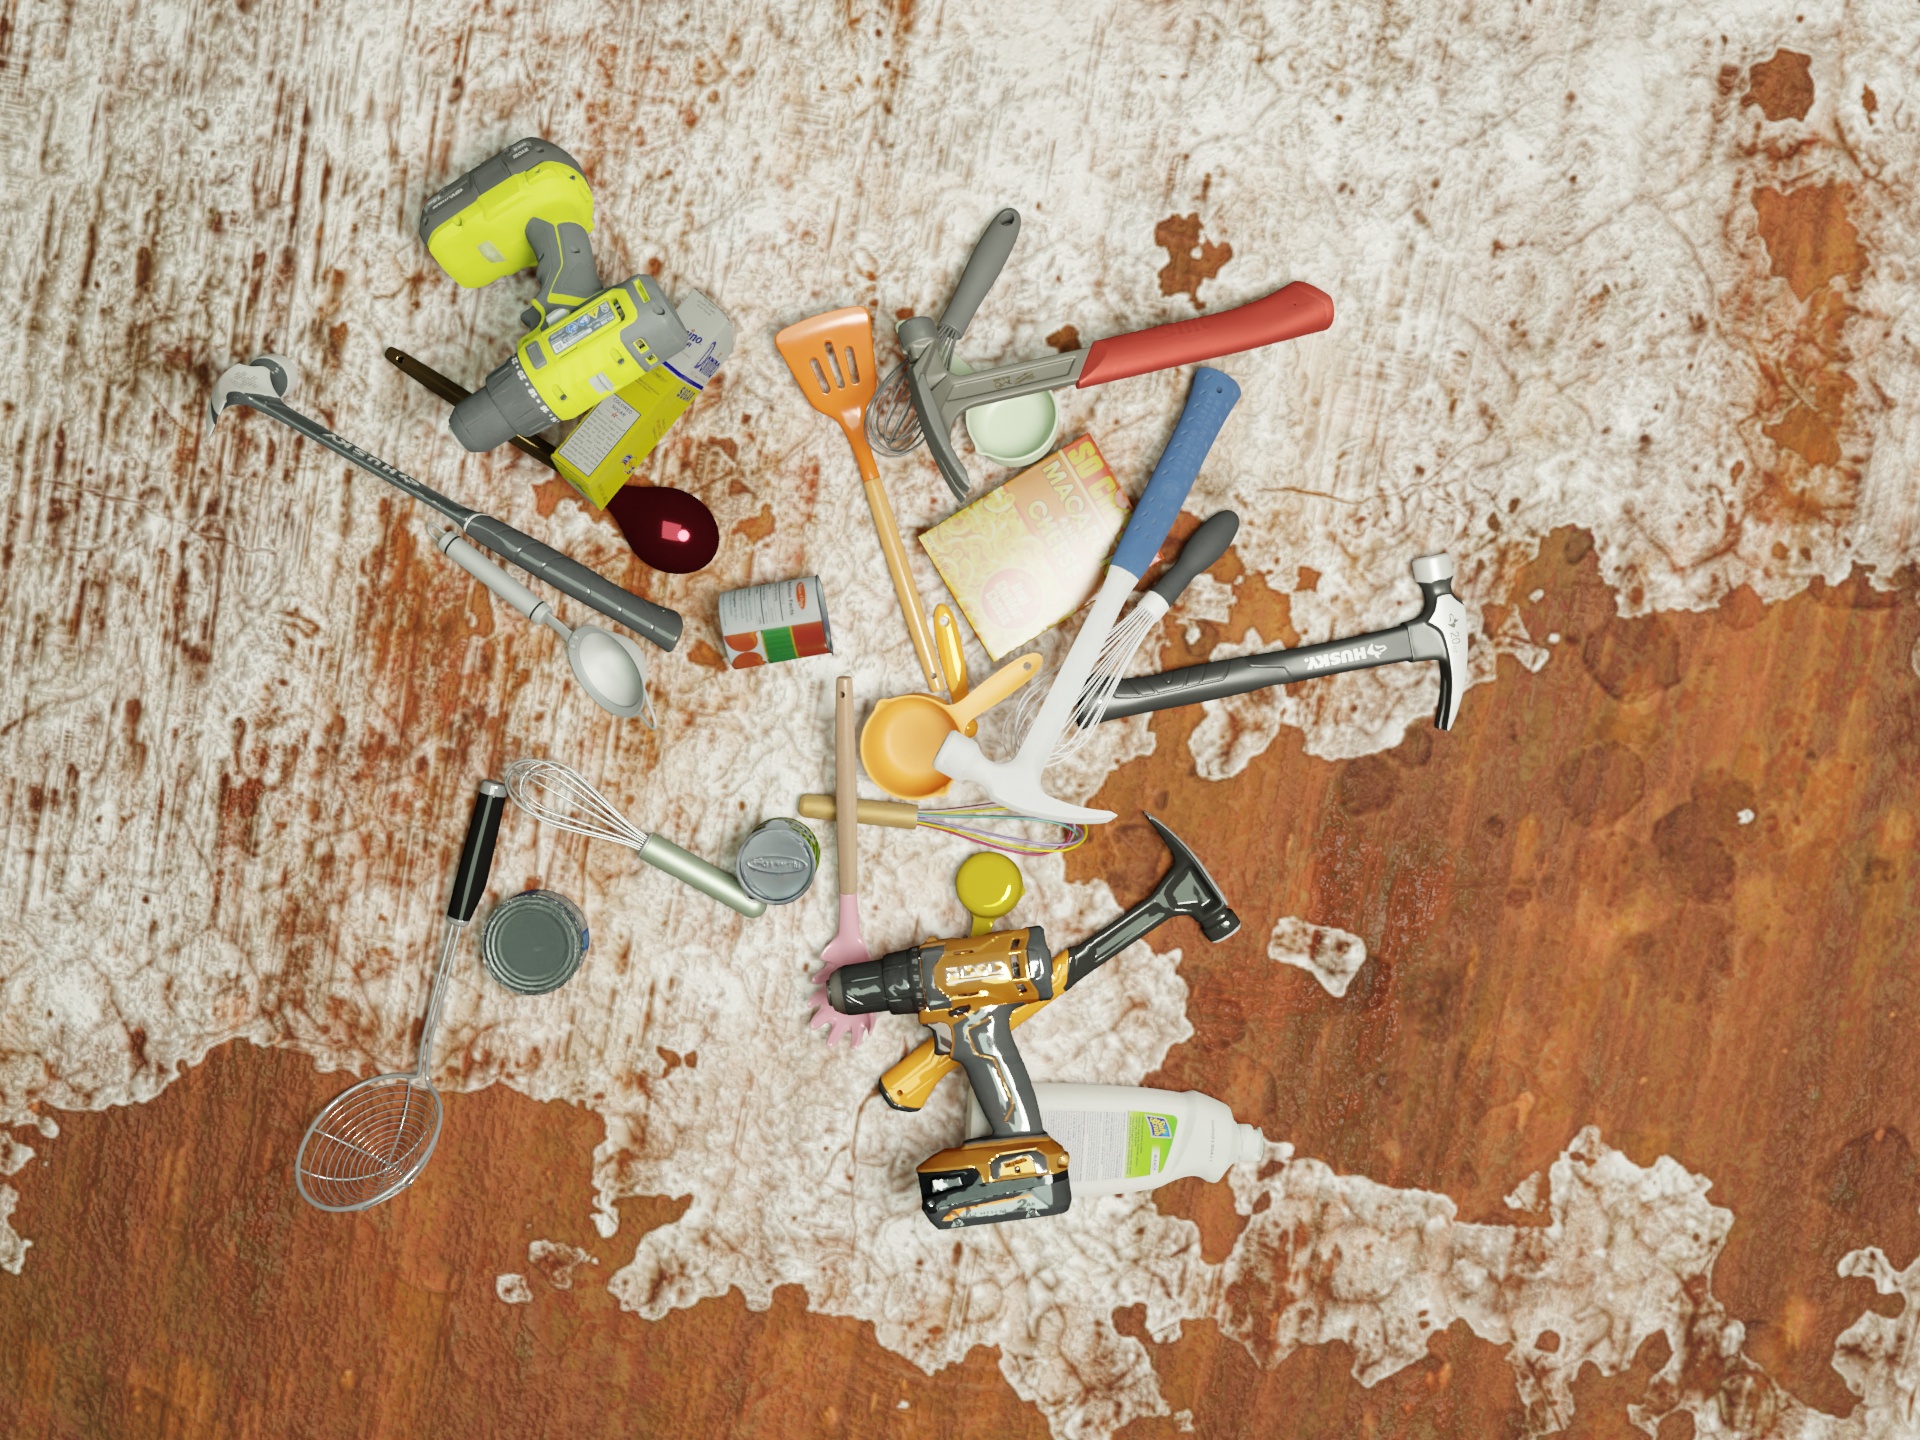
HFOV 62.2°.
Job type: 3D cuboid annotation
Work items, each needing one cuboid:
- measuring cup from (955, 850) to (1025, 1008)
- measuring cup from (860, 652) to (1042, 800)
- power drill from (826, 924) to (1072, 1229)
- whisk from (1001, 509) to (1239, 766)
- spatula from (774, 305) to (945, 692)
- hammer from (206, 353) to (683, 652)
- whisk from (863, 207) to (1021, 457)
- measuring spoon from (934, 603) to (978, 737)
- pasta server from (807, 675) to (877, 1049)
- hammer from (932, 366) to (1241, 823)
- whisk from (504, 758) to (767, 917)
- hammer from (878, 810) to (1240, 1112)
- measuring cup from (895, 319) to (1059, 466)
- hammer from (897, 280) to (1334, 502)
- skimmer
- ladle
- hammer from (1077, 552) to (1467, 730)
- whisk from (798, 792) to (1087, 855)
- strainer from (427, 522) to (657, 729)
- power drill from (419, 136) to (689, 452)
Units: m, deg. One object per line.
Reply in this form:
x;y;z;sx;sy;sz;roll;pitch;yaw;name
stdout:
0.013;0.186;1.334;0.062;0.029;0.156;10;79;11;measuring cup
-0.002;-0.004;1.320;0.173;0.052;0.095;-35;90;8;measuring cup
-0.007;0.287;1.282;0.185;0.084;0.226;-8;80;2;power drill
0.138;-0.070;1.306;0.070;0.070;0.284;43;78;-4;whisk
-0.067;-0.177;1.319;0.081;0.041;0.322;-18;96;0;spatula
-0.407;-0.168;1.281;0.408;0.149;0.036;30;109;-10;hammer
-0.011;-0.318;1.292;0.055;0.055;0.239;28;79;-3;whisk
-0.005;-0.041;1.345;0.021;0.011;0.117;-12;95;0;measuring spoon
-0.096;0.120;1.322;0.060;0.040;0.316;3;104;13;pasta server
0.131;-0.105;1.266;0.144;0.035;0.405;28;75;-3;hammer
-0.272;0.102;1.339;0.246;0.058;0.059;30;124;-6;whisk
0.068;0.219;1.356;0.337;0.034;0.127;-36;95;2;hammer
0.011;-0.275;1.321;0.168;0.038;0.083;41;90;13;measuring cup
0.137;-0.283;1.268;0.359;0.036;0.149;-15;77;-14;hammer
-0.455;0.224;1.319;0.127;0.090;0.363;17;92;33;skimmer
-0.340;-0.221;1.319;0.315;0.031;0.069;32;91;-2;ladle
0.261;-0.037;1.339;0.335;0.035;0.146;-11;94;0;hammer
-0.015;0.082;1.345;0.245;0.051;0.047;6;74;3;whisk
-0.341;-0.086;1.322;0.258;0.050;0.086;37;137;2;strainer
-0.333;-0.324;1.230;0.190;0.080;0.229;-30;63;3;power drill
